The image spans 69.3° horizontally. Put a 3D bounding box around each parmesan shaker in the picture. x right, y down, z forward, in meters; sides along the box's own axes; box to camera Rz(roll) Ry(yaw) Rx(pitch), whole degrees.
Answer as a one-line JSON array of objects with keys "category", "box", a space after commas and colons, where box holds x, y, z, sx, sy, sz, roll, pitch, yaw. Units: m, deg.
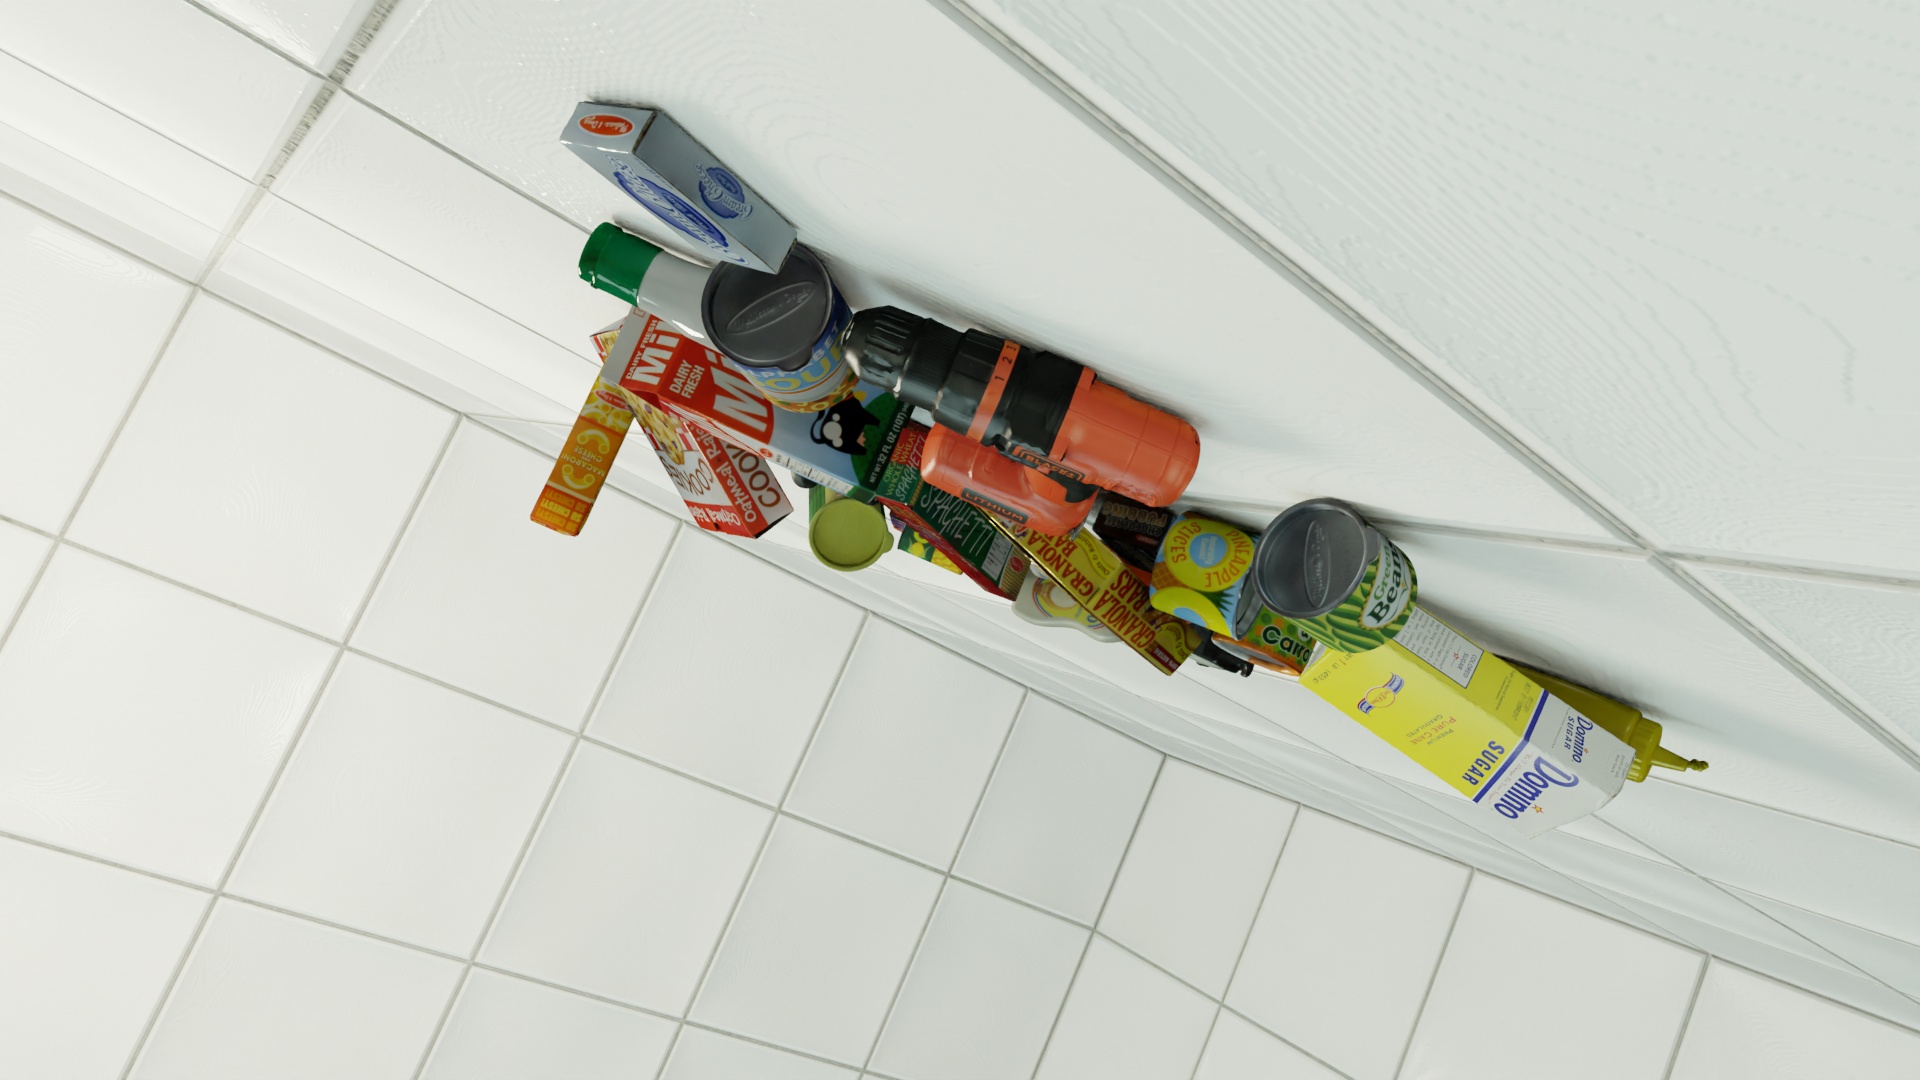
[{"category": "parmesan shaker", "box": [-0.095, -0.022, 1.193, 0.071, 0.071, 0.103, 26, -163, -15]}]

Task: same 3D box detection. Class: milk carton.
[{"category": "milk carton", "box": [-0.130, -0.097, 0.895, 0.190, 0.072, 0.073, 24, 172, -7]}]

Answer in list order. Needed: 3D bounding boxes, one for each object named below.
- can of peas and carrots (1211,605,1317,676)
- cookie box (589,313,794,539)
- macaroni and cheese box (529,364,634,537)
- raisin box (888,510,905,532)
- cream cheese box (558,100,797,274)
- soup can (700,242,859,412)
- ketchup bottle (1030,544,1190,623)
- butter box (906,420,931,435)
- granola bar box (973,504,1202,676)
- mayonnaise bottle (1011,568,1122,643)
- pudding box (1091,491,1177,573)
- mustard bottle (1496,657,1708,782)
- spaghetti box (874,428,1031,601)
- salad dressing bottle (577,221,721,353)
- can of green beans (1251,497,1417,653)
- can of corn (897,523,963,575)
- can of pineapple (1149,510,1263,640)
[{"category": "can of peas and carrots", "box": [0.212, 0.054, 0.936, 0.071, 0.059, 0.071, 23, 173, 3]}, {"category": "cookie box", "box": [-0.194, -0.083, 0.991, 0.123, 0.040, 0.167, 8, 129, 63]}, {"category": "macaroni and cheese box", "box": [-0.284, -0.084, 1.091, 0.040, 0.166, 0.123, 25, 172, -15]}, {"category": "raisin box", "box": [0.000, -0.007, 1.240, 0.123, 0.040, 0.086, 24, 173, 4]}, {"category": "cream cheese box", "box": [-0.125, -0.159, 0.628, 0.053, 0.024, 0.103, 20, 171, 36]}, {"category": "soup can", "box": [-0.087, -0.105, 0.709, 0.071, 0.071, 0.083, 22, 173, 12]}, {"category": "ketchup bottle", "box": [0.118, 0.026, 1.097, 0.149, 0.043, 0.064, 17, 169, 47]}, {"category": "butter box", "box": [0.005, -0.050, 0.981, 0.103, 0.024, 0.053, 23, 172, 6]}, {"category": "granola bar box", "box": [0.084, 0.019, 0.924, 0.124, 0.039, 0.165, 45, -176, 34]}, {"category": "mayonnaise bottle", "box": [0.124, 0.061, 1.263, 0.148, 0.065, 0.041, 17, 173, 17]}, {"category": "pudding box", "box": [0.126, -0.001, 0.931, 0.050, 0.030, 0.083, 21, 172, 28]}, {"category": "mustard bottle", "box": [0.385, 0.117, 0.878, 0.160, 0.049, 0.065, 19, 166, 35]}, {"category": "spaghetti box", "box": [0.003, -0.012, 0.959, 0.029, 0.050, 0.249, 19, 171, 22]}, {"category": "salad dressing bottle", "box": [-0.143, -0.133, 0.790, 0.148, 0.044, 0.064, 25, -179, -2]}, {"category": "can of green beans", "box": [0.195, 0.019, 0.720, 0.058, 0.071, 0.071, 30, 170, -41]}, {"category": "can of corn", "box": [-0.013, -0.012, 1.143, 0.058, 0.071, 0.071, 23, 172, 2]}, {"category": "can of pineapple", "box": [0.155, 0.020, 0.850, 0.058, 0.071, 0.071, 21, 171, 24]}]
